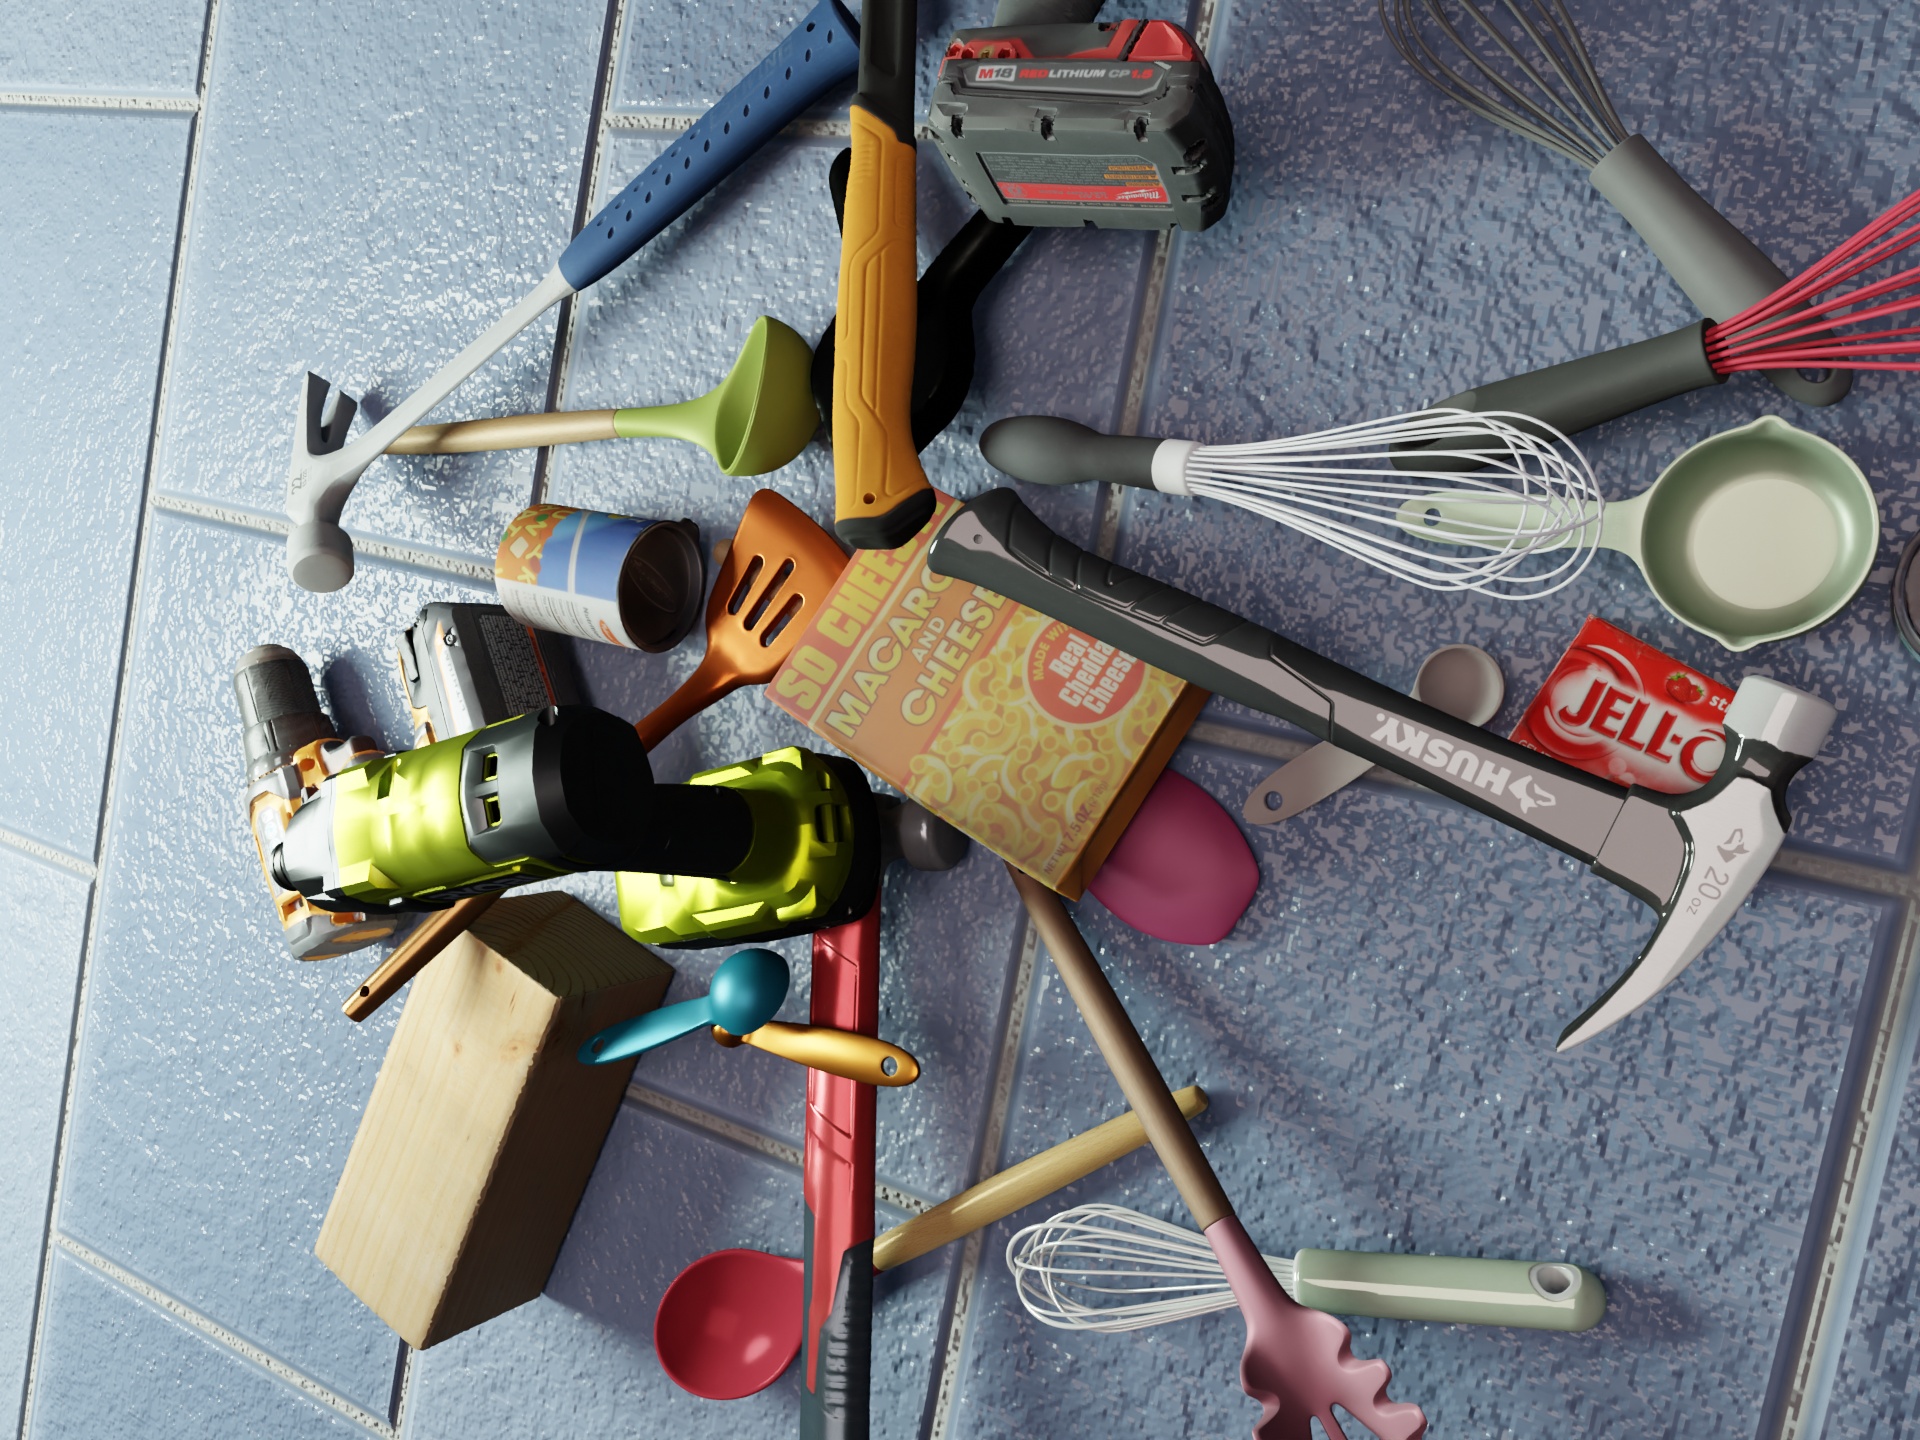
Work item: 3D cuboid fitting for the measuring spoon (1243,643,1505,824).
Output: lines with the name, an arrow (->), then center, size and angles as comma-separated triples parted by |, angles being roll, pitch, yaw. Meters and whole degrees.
measuring spoon -> 0.168, 0.010, 0.650 | 0.124, 0.018, 0.034 | -36, 72, 30

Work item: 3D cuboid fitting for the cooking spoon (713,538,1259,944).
cooking spoon -> -0.001, -0.002, 0.735 | 0.319, 0.017, 0.068 | 35, 103, 24

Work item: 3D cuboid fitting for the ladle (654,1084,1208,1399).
ladle -> -0.020, 0.238, 0.740 | 0.315, 0.031, 0.069 | -32, 73, 22

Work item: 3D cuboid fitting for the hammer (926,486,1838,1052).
hammer -> 0.131, -0.006, 0.608 | 0.335, 0.035, 0.146 | 26, 99, 22

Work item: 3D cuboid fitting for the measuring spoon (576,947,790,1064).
measuring spoon -> -0.136, 0.136, 0.742 | 0.128, 0.021, 0.042 | -23, 43, 24

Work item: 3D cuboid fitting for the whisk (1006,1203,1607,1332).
whisk -> 0.133, 0.230, 0.652 | 0.246, 0.058, 0.059 | -5, 122, 25

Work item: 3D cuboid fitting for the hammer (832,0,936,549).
hammer -> -0.042, -0.238, 0.697 | 0.127, 0.034, 0.337 | -1, 78, 8

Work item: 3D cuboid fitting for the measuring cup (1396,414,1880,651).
measuring cup -> 0.249, -0.070, 0.594 | 0.168, 0.038, 0.083 | 9, 94, 35

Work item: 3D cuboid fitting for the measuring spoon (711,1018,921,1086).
measuring spoon -> -0.068, 0.147, 0.716 | 0.117, 0.011, 0.021 | 6, 85, 32

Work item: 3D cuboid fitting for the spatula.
spatula -> -0.178, 0.026, 0.763 | 0.322, 0.041, 0.081 | -44, 69, -4

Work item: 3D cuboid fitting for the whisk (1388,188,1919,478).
whisk -> 0.273, -0.130, 0.534 | 0.296, 0.073, 0.073 | -13, 83, 47

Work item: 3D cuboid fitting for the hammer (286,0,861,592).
hammer -> -0.211, -0.229, 0.824 | 0.405, 0.035, 0.144 | -34, 51, 19

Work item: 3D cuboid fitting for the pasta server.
pasta server -> 0.091, 0.177, 0.642 | 0.060, 0.040, 0.316 | -28, 61, -2

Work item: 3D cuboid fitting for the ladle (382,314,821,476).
ladle -> -0.203, -0.157, 0.824 | 0.320, 0.062, 0.078 | 2, 77, 31

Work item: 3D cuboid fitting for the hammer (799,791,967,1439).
hammer -> -0.069, 0.226, 0.733 | 0.143, 0.038, 0.386 | -4, 80, 29

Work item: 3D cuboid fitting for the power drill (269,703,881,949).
power drill -> -0.150, 0.050, 0.656 | 0.171, 0.223, 0.080 | -15, 74, 29

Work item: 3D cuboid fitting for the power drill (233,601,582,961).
power drill -> -0.314, 0.011, 0.872 | 0.226, 0.084, 0.185 | -28, 75, 30

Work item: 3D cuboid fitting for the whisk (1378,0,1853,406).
whisk -> 0.242, -0.206, 0.591 | 0.055, 0.055, 0.239 | -42, 76, 22

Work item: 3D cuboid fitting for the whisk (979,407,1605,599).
whisk -> 0.116, -0.097, 0.637 | 0.285, 0.070, 0.070 | 15, 97, 41

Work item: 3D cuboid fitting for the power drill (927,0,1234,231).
power drill -> 0.090, -0.319, 0.641 | 0.188, 0.080, 0.227 | 9, 80, 21
